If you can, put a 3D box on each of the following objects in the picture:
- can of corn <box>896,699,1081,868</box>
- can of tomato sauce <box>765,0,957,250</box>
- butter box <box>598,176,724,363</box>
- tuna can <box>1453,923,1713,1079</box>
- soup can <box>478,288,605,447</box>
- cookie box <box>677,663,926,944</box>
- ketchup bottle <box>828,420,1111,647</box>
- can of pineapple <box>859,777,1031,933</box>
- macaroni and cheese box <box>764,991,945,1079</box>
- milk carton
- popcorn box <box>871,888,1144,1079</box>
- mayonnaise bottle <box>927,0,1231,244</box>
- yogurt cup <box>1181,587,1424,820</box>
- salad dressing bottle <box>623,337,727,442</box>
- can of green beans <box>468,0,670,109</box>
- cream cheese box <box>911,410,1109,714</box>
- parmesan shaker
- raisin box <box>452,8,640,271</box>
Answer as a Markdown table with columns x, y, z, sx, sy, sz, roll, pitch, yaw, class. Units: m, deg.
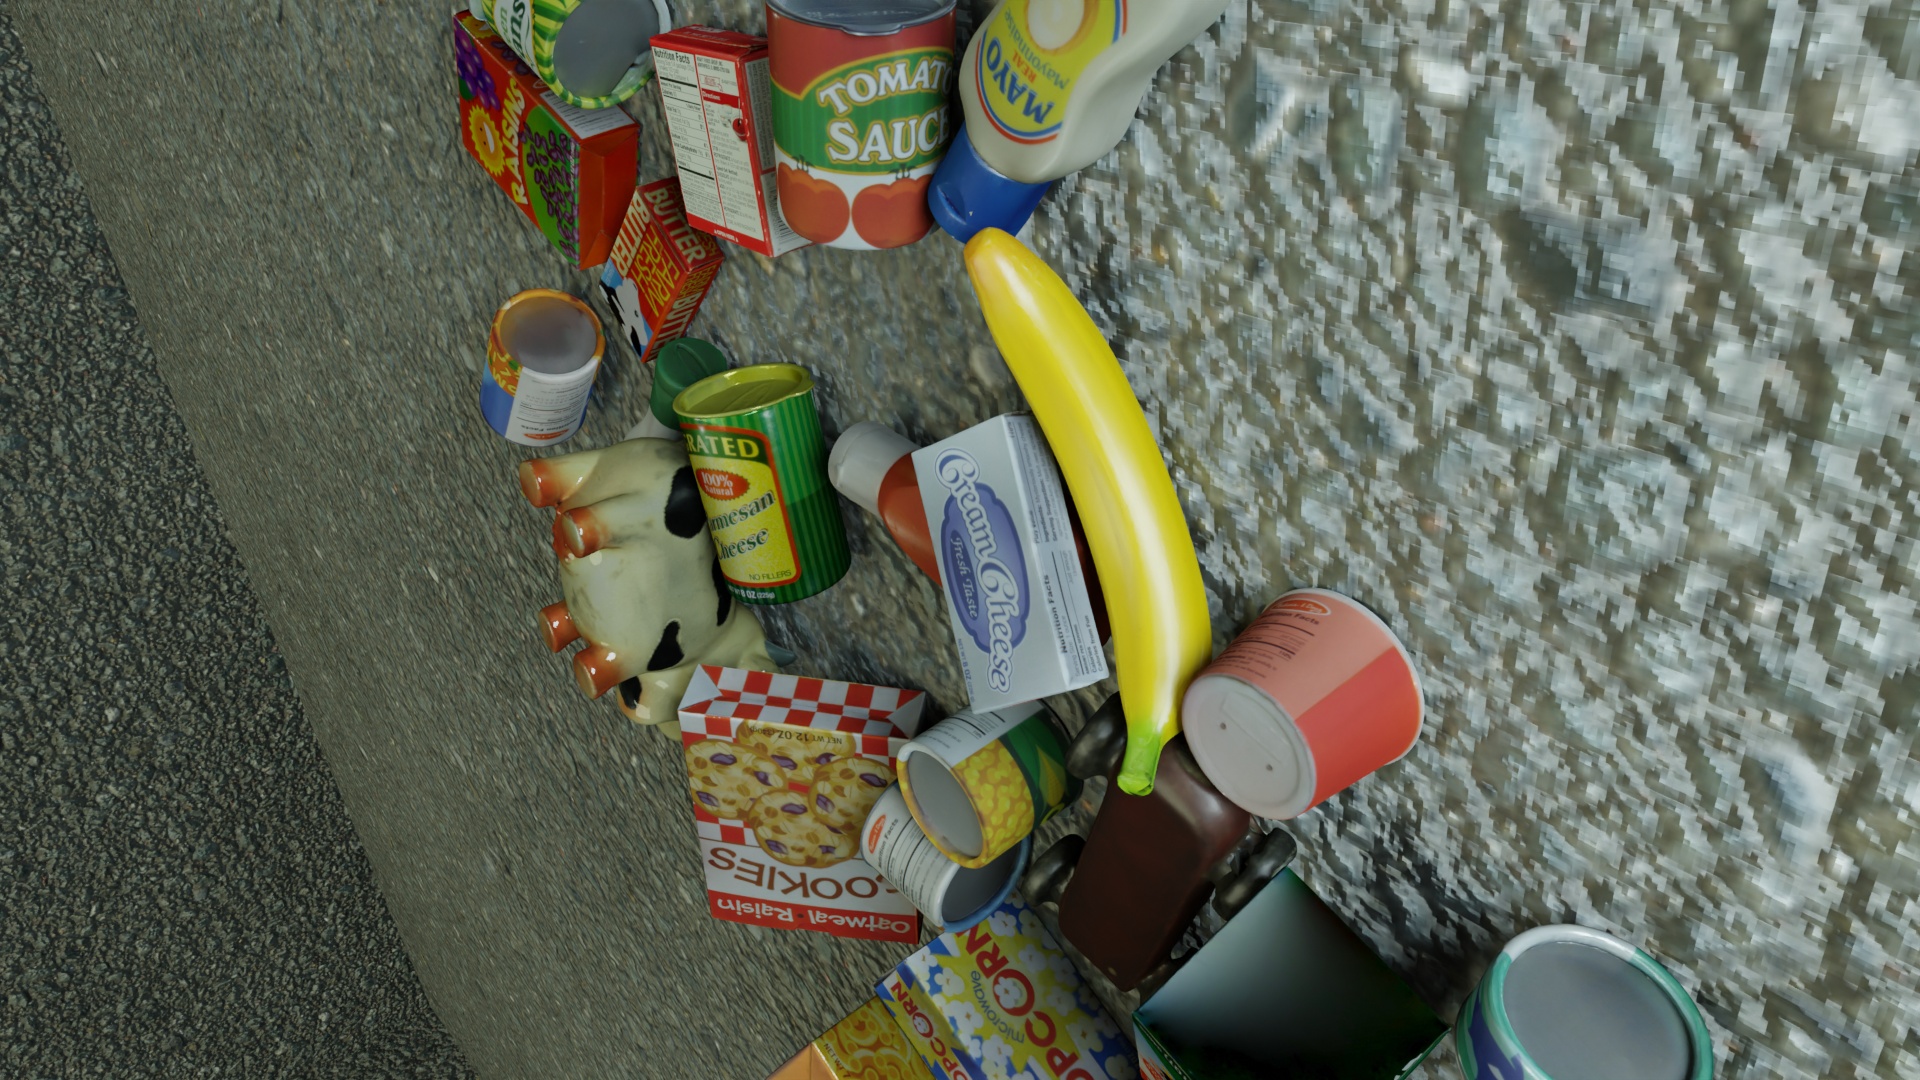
| x | y | z | sx | sy | sz | roll | pitch | yaw | class |
| --- | --- | --- | --- | --- | --- | --- | --- | --- | --- |
| 0.013 | 0.111 | 0.640 | 0.071 | 0.058 | 0.070 | 34 | 139 | 37 | can of corn |
| -0.034 | -0.155 | 0.499 | 0.071 | 0.071 | 0.082 | 37 | 141 | 34 | can of tomato sauce |
| -0.158 | -0.140 | 0.726 | 0.053 | 0.024 | 0.103 | 59 | 148 | 5 | butter box |
| 0.187 | 0.154 | 0.417 | 0.071 | 0.071 | 0.032 | 39 | 141 | 31 | tuna can |
| -0.258 | -0.108 | 0.852 | 0.071 | 0.071 | 0.083 | 56 | 147 | 10 | soup can |
| -0.081 | 0.148 | 0.756 | 0.123 | 0.040 | 0.166 | 6 | 127 | 7 | cookie box |
| 0.002 | -0.007 | 0.581 | 0.149 | 0.044 | 0.064 | 32 | 130 | 39 | ketchup bottle |
| -0.006 | 0.152 | 0.694 | 0.058 | 0.071 | 0.070 | 34 | 138 | 36 | can of pineapple |
| -0.007 | 0.284 | 0.707 | 0.040 | 0.167 | 0.124 | -44 | 75 | 23 | macaroni and cheese box |
| 0.116 | 0.195 | 0.516 | 0.072 | 0.073 | 0.189 | 44 | 165 | 27 | milk carton |
| 0.028 | 0.248 | 0.693 | 0.127 | 0.085 | 0.038 | 52 | 134 | 16 | popcorn box |
| 0.031 | -0.149 | 0.435 | 0.065 | 0.041 | 0.147 | 54 | 147 | 9 | mayonnaise bottle |
| 0.112 | 0.057 | 0.465 | 0.072 | 0.054 | 0.072 | 33 | 137 | 37 | yogurt cup |
| -0.159 | -0.054 | 0.773 | 0.064 | 0.044 | 0.147 | 50 | 146 | 15 | salad dressing bottle |
| -0.175 | -0.240 | 0.634 | 0.058 | 0.071 | 0.071 | 46 | 145 | 22 | can of green beans |
| 0.017 | 0.008 | 0.515 | 0.053 | 0.024 | 0.104 | -21 | 79 | 44 | cream cheese box |
| -0.093 | -0.027 | 0.680 | 0.071 | 0.071 | 0.102 | 19 | 129 | 47 | parmesan shaker |
| -0.221 | -0.217 | 0.743 | 0.123 | 0.040 | 0.085 | 46 | 145 | 22 | raisin box |
